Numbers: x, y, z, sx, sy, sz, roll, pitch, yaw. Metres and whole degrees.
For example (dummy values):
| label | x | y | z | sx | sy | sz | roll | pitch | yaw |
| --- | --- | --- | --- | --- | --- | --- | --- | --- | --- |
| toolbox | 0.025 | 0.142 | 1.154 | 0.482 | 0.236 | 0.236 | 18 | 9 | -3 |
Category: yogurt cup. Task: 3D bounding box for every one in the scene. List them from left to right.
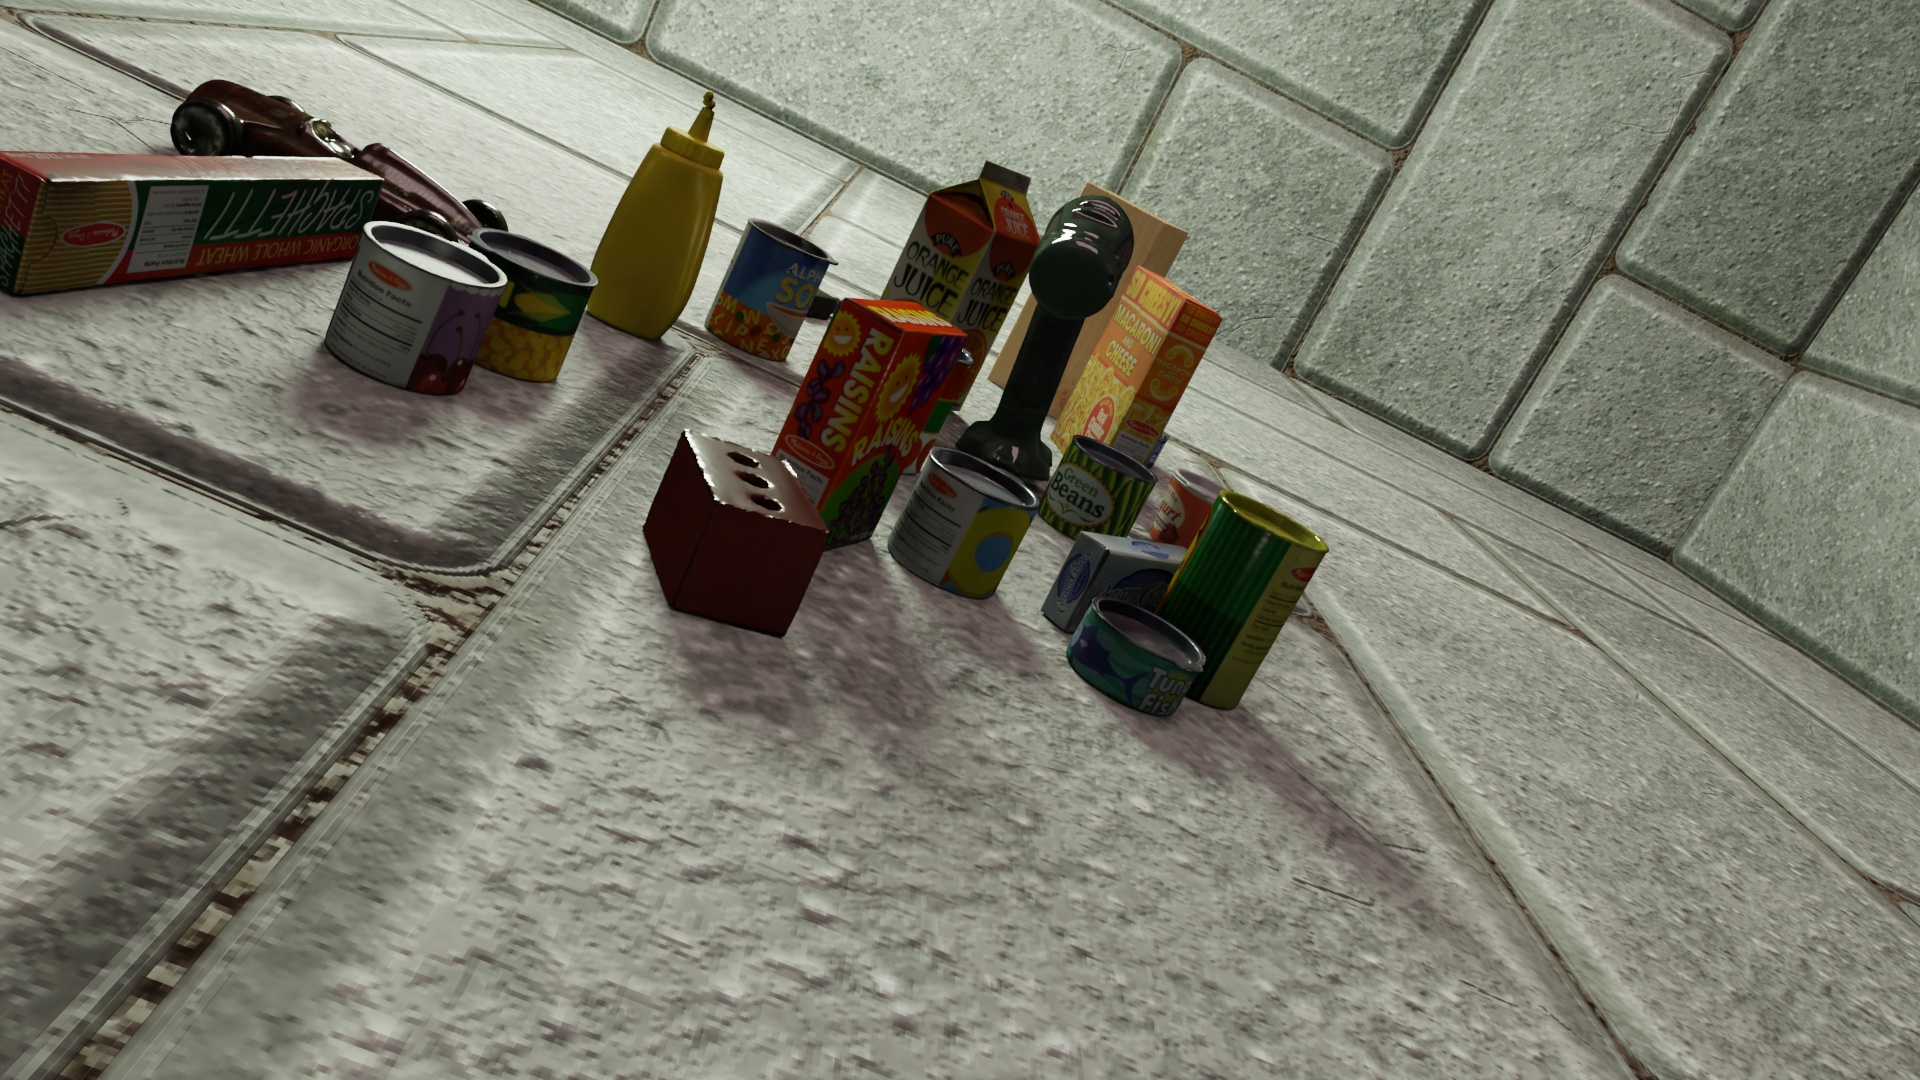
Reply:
| label | x | y | z | sx | sy | sz | roll | pitch | yaw |
| --- | --- | --- | --- | --- | --- | --- | --- | --- | --- |
| yogurt cup | 0.179 | -0.016 | 1.048 | 0.072 | 0.053 | 0.072 | 25 | 16 | -8 |

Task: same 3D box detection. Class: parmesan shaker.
| label | x | y | z | sx | sy | sz | roll | pitch | yaw |
| --- | --- | --- | --- | --- | --- | --- | --- | --- | --- |
| parmesan shaker | 0.146 | 0.032 | 0.763 | 0.071 | 0.102 | 0.071 | 25 | 16 | -8 |

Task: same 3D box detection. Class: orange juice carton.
| label | x | y | z | sx | sy | sz | roll | pitch | yaw |
| --- | --- | --- | --- | --- | --- | --- | --- | --- | --- |
| orange juice carton | -0.004 | -0.202 | 1.088 | 0.073 | 0.192 | 0.072 | 36 | 18 | 28 |

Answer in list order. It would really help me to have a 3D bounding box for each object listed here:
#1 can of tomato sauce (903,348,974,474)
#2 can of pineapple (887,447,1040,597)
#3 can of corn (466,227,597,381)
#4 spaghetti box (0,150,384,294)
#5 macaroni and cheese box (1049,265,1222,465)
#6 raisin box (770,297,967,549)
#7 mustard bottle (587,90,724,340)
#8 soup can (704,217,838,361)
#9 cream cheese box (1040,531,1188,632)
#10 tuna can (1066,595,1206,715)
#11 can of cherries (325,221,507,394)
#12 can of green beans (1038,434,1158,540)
| label | x | y | z | sx | sy | sz | roll | pitch | yaw |
| --- | --- | --- | --- | --- | --- | --- | --- | --- | --- |
| can of tomato sauce | -0.037 | -0.094 | 0.899 | 0.071 | 0.083 | 0.071 | 25 | 16 | -8 |
| can of pineapple | 0.003 | -0.009 | 0.749 | 0.071 | 0.057 | 0.071 | 25 | 16 | -8 |
| can of corn | -0.235 | -0.124 | 0.729 | 0.071 | 0.058 | 0.071 | 25 | 16 | -8 |
| spaghetti box | -0.351 | -0.152 | 0.649 | 0.029 | 0.050 | 0.251 | 27 | 16 | -1 |
| macaroni and cheese box | 0.141 | -0.132 | 1.144 | 0.040 | 0.166 | 0.124 | 21 | 17 | -20 |
| raisin box | -0.052 | -0.058 | 0.698 | 0.040 | 0.123 | 0.086 | 32 | 17 | 16 |
| mustard bottle | -0.186 | -0.210 | 0.887 | 0.065 | 0.159 | 0.049 | 24 | 16 | -12 |
| soup can | -0.137 | -0.180 | 1.006 | 0.071 | 0.083 | 0.071 | 25 | 16 | -8 |
| cream cheese box | 0.094 | 0.027 | 0.789 | 0.104 | 0.053 | 0.024 | 8 | 25 | -49 |
| tuna can | 0.092 | 0.061 | 0.718 | 0.071 | 0.032 | 0.071 | 25 | 16 | -8 |
| can of cherries | -0.254 | -0.109 | 0.653 | 0.071 | 0.058 | 0.072 | 25 | 16 | -8 |
| can of green beans | 0.094 | -0.032 | 0.960 | 0.071 | 0.057 | 0.071 | 25 | 16 | -8 |
